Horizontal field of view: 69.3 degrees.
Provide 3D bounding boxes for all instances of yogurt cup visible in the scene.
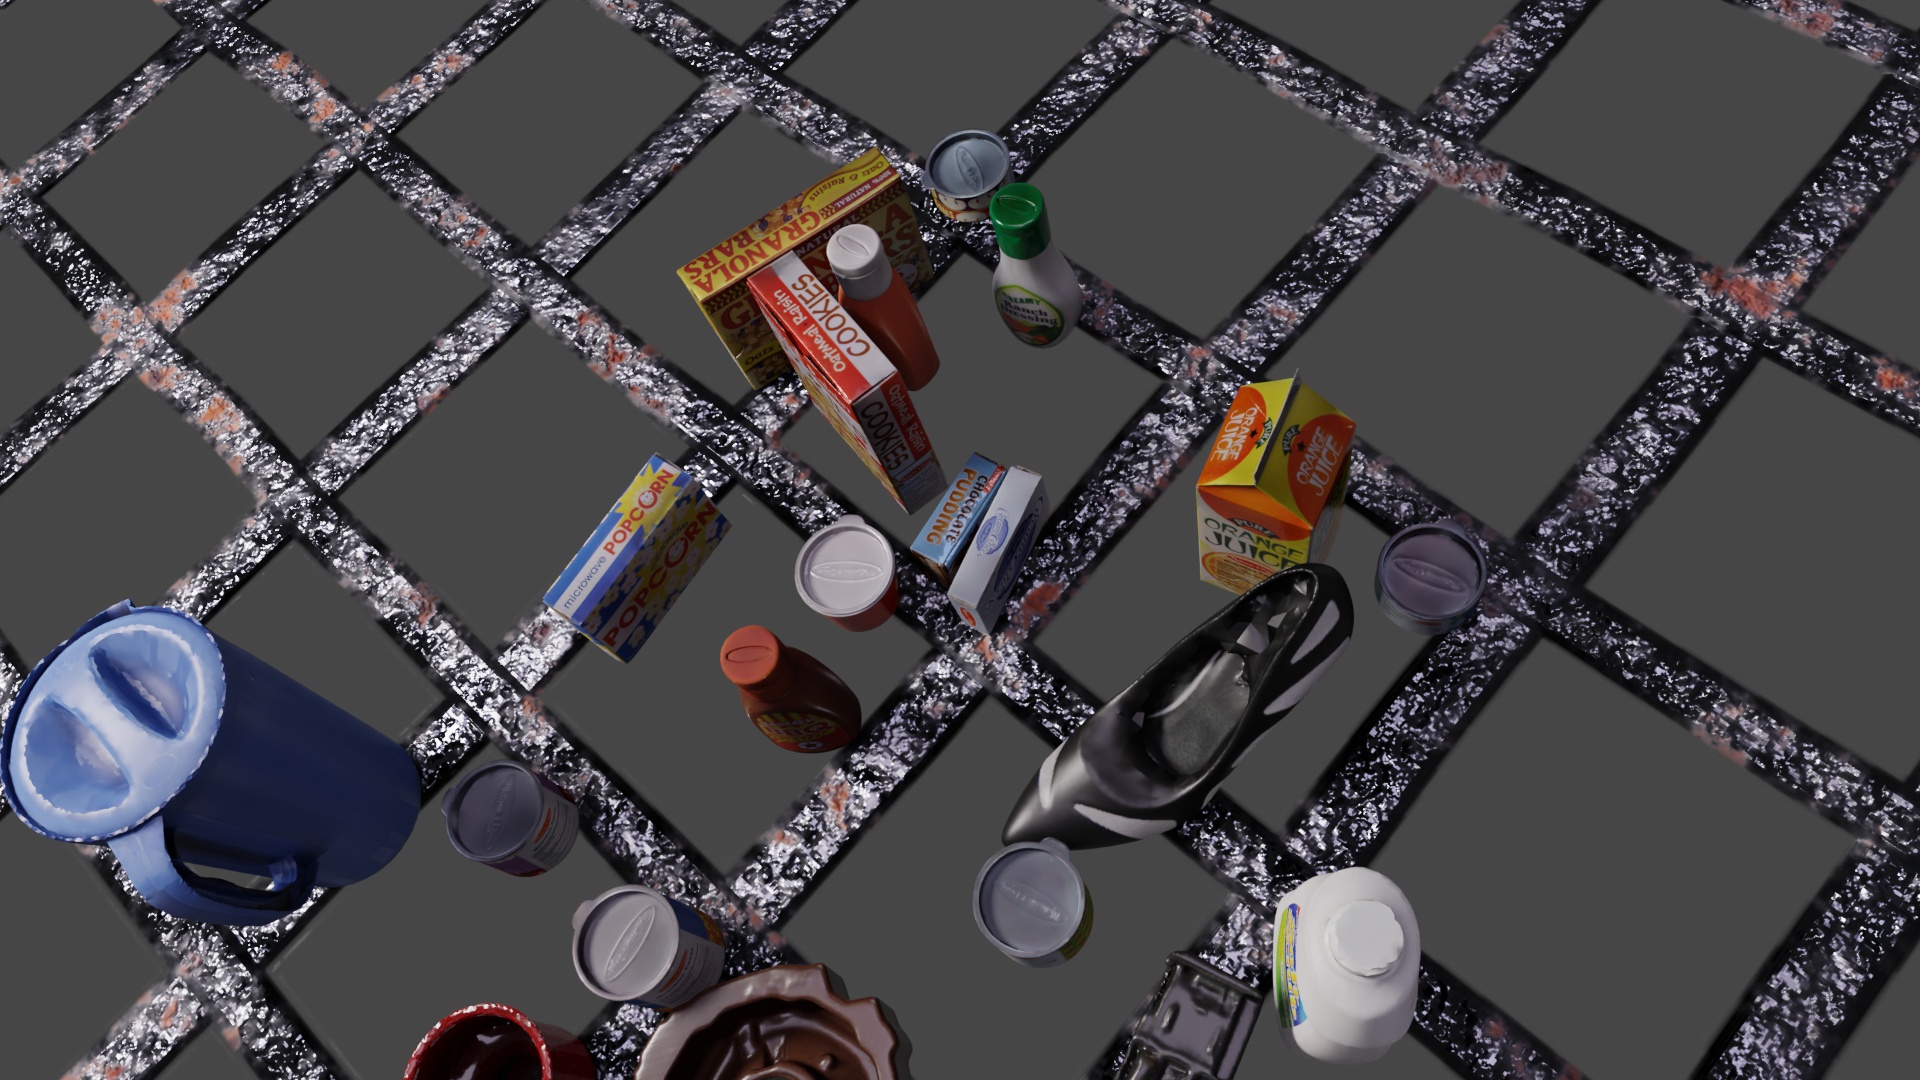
[{"bbox_3d":[-0.073,0.028,0.940,0.072,0.053,0.072,-4,66,9],"label":"yogurt cup"}]

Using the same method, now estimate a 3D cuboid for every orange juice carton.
[{"bbox_3d":[0.189,-0.028,0.837,0.073,0.192,0.072,21,72,19],"label":"orange juice carton"}]

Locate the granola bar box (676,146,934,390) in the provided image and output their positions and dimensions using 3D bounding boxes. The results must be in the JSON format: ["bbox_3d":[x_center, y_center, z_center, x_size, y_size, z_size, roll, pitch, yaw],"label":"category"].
[{"bbox_3d":[-0.106,-0.193,1.007,0.166,0.123,0.039,-34,65,-5],"label":"granola bar box"}]

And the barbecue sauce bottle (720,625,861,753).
[{"bbox_3d":[-0.108,0.094,0.865,0.065,0.148,0.044,-6,66,8],"label":"barbecue sauce bottle"}]

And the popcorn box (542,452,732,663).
[{"bbox_3d":[-0.220,0.014,0.958,0.038,0.085,0.127,29,75,21],"label":"popcorn box"}]

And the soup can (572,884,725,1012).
[{"bbox_3d":[-0.190,0.249,0.847,0.071,0.083,0.071,-4,66,9],"label":"soup can"}]

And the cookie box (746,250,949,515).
[{"bbox_3d":[-0.073,-0.102,0.935,0.040,0.167,0.123,-38,65,-6],"label":"cookie box"}]

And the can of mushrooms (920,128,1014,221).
[{"bbox_3d":[0.006,-0.281,1.075,0.071,0.033,0.071,-4,66,9],"label":"can of mushrooms"}]

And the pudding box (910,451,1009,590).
[{"bbox_3d":[0.003,-0.012,0.946,0.030,0.049,0.084,27,74,21],"label":"pudding box"}]

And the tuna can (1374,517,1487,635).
[{"bbox_3d":[0.299,0.023,0.882,0.071,0.032,0.071,-4,66,9],"label":"tuna can"}]

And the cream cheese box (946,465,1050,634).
[{"bbox_3d":[0.027,0.007,0.931,0.024,0.053,0.104,21,72,19],"label":"cream cheese box"}]

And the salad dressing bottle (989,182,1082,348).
[{"bbox_3d":[0.049,-0.189,0.962,0.064,0.147,0.044,20,72,18],"label":"salad dressing bottle"}]

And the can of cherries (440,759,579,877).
[{"bbox_3d":[-0.295,0.182,0.911,0.071,0.058,0.072,-4,66,9],"label":"can of cherries"}]

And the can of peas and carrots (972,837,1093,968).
[{"bbox_3d":[0.046,0.216,0.830,0.071,0.058,0.071,-4,66,9],"label":"can of peas and carrots"}]

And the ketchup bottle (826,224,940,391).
[{"bbox_3d":[-0.057,-0.162,0.970,0.065,0.148,0.043,34,77,22],"label":"ketchup bottle"}]
